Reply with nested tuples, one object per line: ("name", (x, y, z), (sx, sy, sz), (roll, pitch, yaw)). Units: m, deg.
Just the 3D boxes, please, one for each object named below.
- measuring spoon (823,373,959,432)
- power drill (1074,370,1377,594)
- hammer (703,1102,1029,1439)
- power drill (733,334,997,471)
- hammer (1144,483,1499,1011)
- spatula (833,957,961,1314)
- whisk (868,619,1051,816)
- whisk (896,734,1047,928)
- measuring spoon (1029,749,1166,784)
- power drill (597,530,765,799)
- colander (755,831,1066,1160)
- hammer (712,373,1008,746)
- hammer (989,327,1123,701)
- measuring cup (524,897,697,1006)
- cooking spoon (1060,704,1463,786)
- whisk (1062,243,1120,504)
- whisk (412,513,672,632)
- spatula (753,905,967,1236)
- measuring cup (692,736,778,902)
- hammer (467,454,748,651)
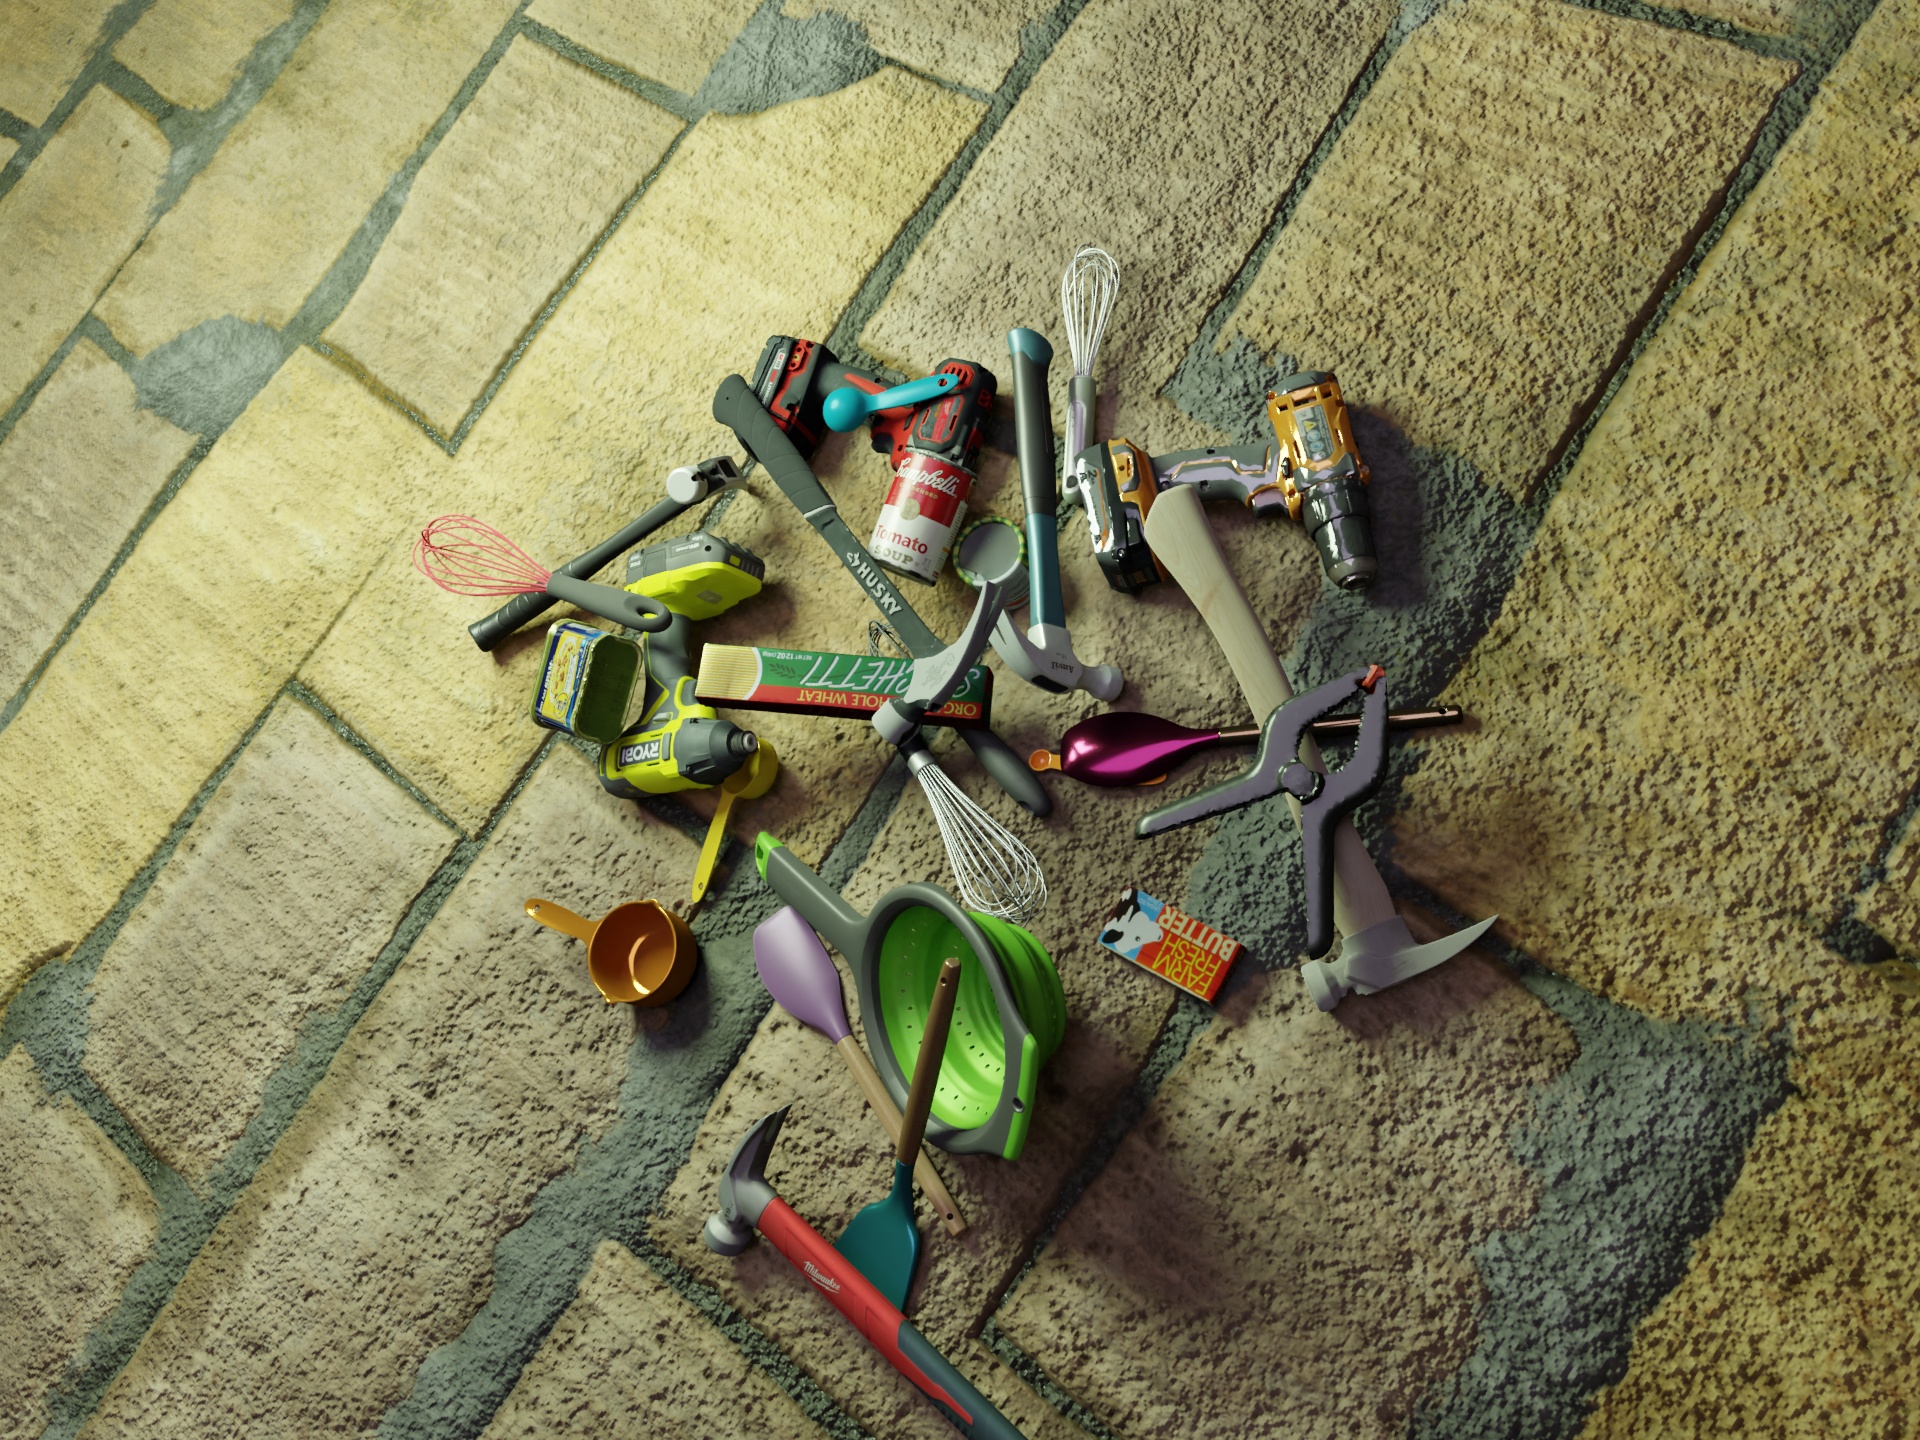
("measuring spoon", (-0.064, -0.288, 1.406), (0.128, 0.021, 0.042), (-13, 73, 15))
("power drill", (0.221, -0.171, 1.298), (0.226, 0.084, 0.185), (-15, 68, 12))
("hammer", (-0.036, 0.453, 1.176), (0.387, 0.038, 0.143), (36, 117, 25))
("power drill", (-0.091, -0.252, 1.456), (0.227, 0.080, 0.188), (16, 82, 23))
("hammer", (0.252, 0.001, 1.200), (0.146, 0.038, 0.411), (-25, 76, 11))
("spatula", (-0.041, 0.313, 1.188), (0.082, 0.044, 0.317), (27, 119, 29))
("whisk", (-0.003, -0.003, 1.348), (0.055, 0.055, 0.239), (-43, 66, 3))
("whisk", (-0.016, 0.061, 1.326), (0.070, 0.070, 0.285), (-39, 57, 5))
("measuring spoon", (0.113, 0.040, 1.305), (0.117, 0.011, 0.021), (7, 65, 21))
("power drill", (-0.242, -0.048, 1.428), (0.171, 0.080, 0.223), (-11, 69, 36))
("colander", (-0.034, 0.184, 1.267), (0.397, 0.094, 0.204), (35, 125, 45))
("hammer", (-0.106, -0.168, 1.344), (0.149, 0.036, 0.409), (-47, 57, 16))
("hammer", (0.068, -0.181, 1.336), (0.033, 0.128, 0.331), (-29, 58, 50))
("measuring cup", (-0.307, 0.193, 1.398), (0.174, 0.052, 0.095), (17, 79, 28))
("cooking spoon", (0.231, 0.010, 1.259), (0.319, 0.017, 0.069), (-6, 61, 19))
("whisk", (0.109, -0.308, 1.409), (0.058, 0.059, 0.246), (-4, 75, 32))
("whisk", (-0.383, -0.129, 1.446), (0.296, 0.073, 0.073), (18, 79, 23))
("spatula", (-0.084, 0.282, 1.292), (0.060, 0.018, 0.316), (-37, 61, -1))
("measuring cup", (-0.201, 0.088, 1.407), (0.062, 0.029, 0.156), (19, 90, 48))
("hammer", (-0.343, -0.156, 1.515), (0.335, 0.146, 0.035), (-30, 95, 22))
